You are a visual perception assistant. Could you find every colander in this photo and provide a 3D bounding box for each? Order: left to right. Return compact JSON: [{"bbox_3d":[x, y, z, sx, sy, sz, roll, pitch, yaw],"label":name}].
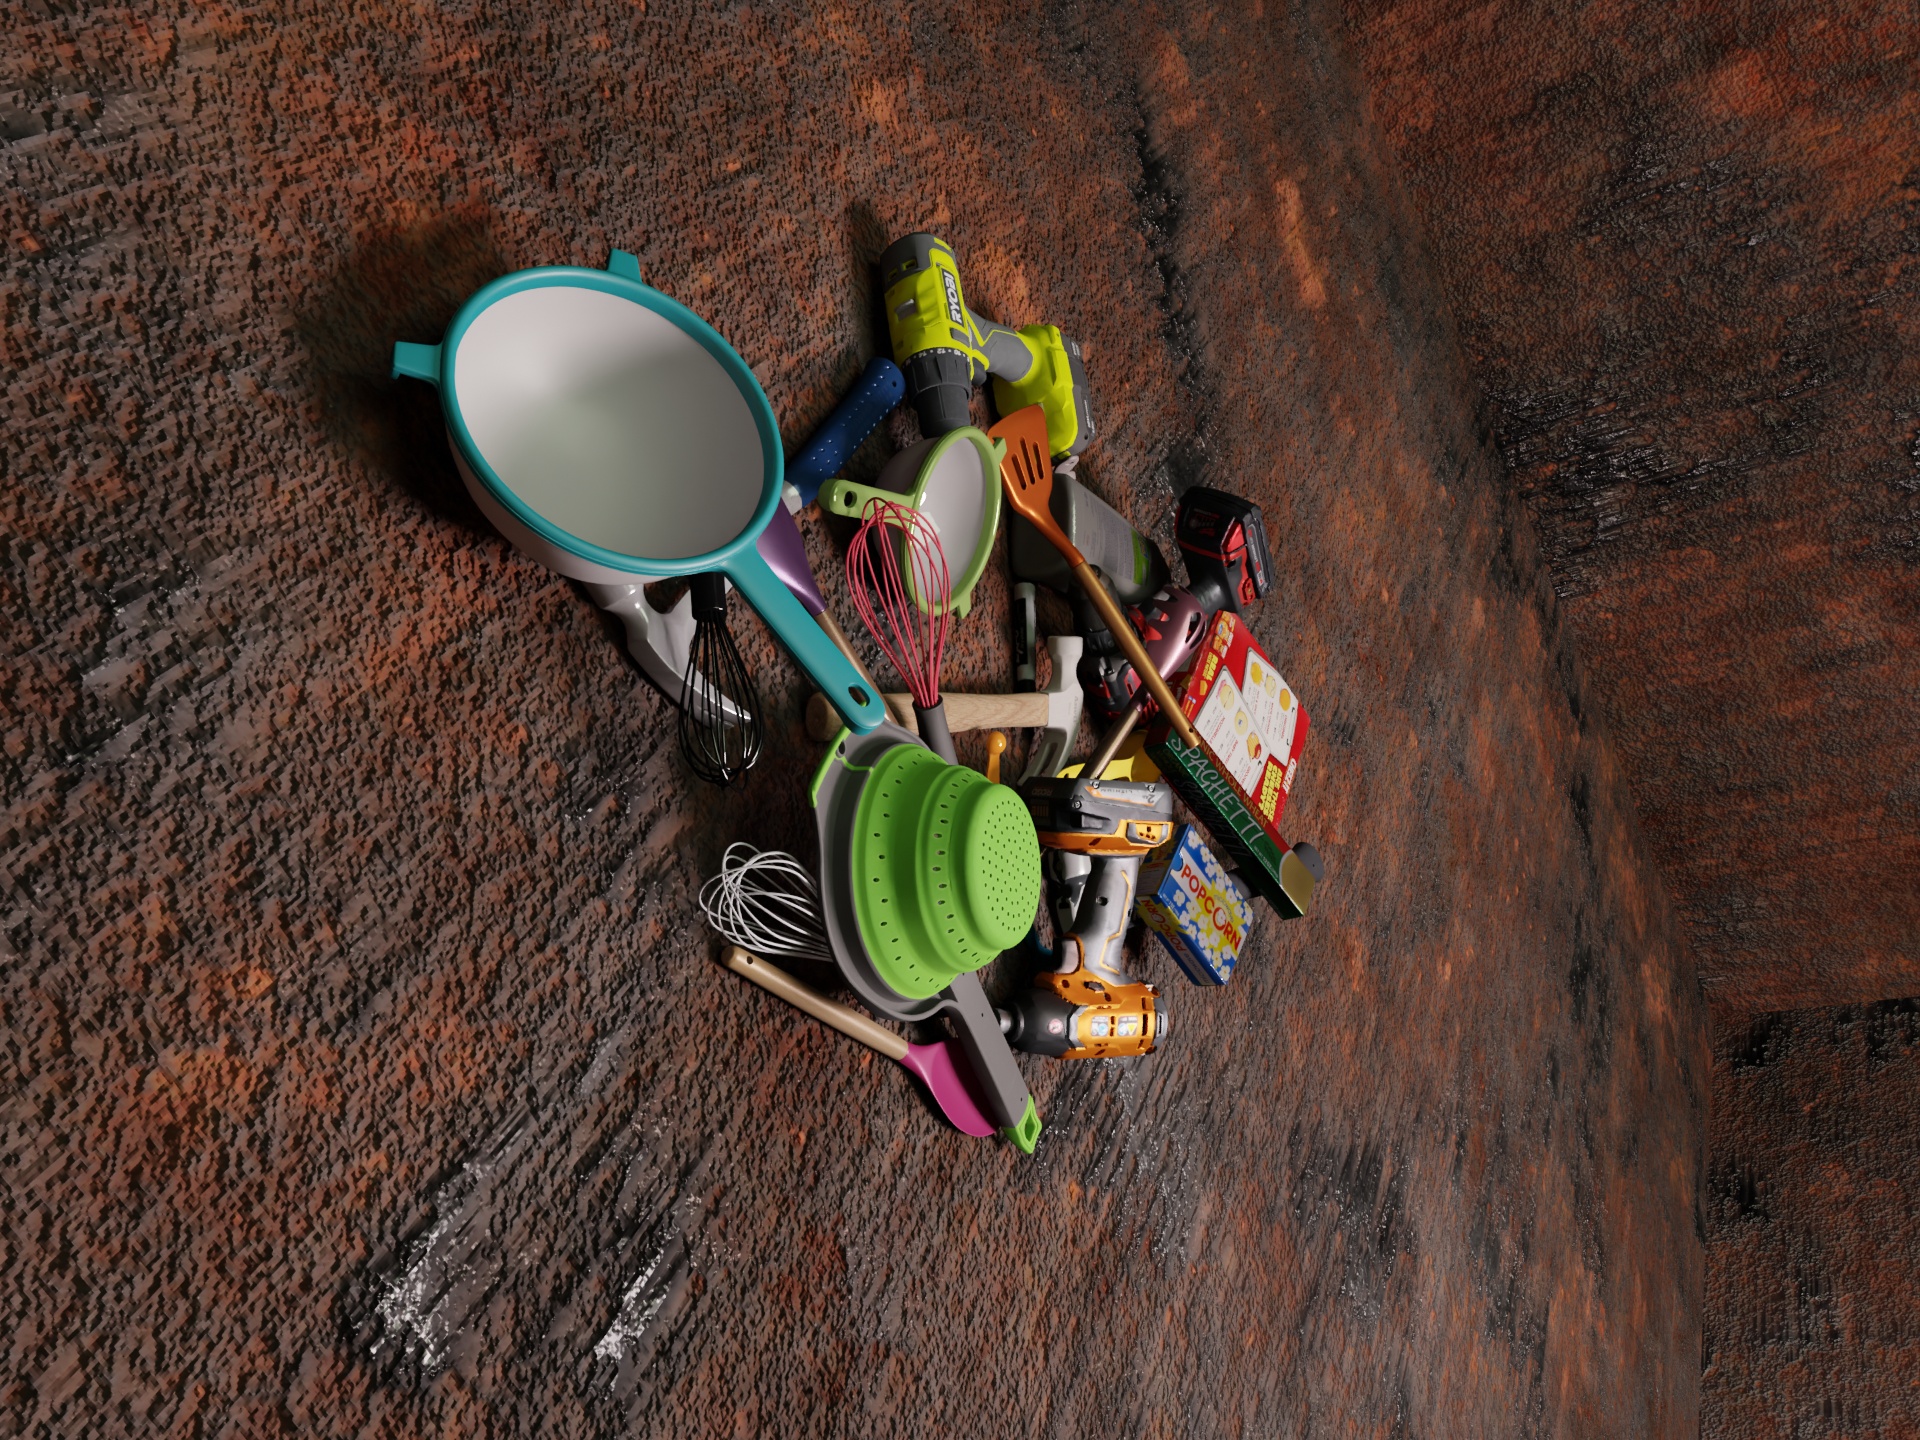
[{"bbox_3d":[0.020,0.166,1.122,0.396,0.094,0.205,67,31,-30],"label":"colander"}]

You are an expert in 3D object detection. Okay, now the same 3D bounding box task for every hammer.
[{"bbox_3d":[-0.127,-0.153,1.157,0.144,0.035,0.406,58,37,-24],"label":"hammer"},{"bbox_3d":[-0.002,-0.004,1.269,0.331,0.031,0.130,-3,95,-52],"label":"hammer"},{"bbox_3d":[0.230,0.169,1.504,0.408,0.036,0.149,-6,85,-47],"label":"hammer"}]

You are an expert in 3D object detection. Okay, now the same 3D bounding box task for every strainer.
[{"bbox_3d":[-0.178,-0.111,0.958,0.340,0.095,0.211,50,47,-3],"label":"strainer"},{"bbox_3d":[-0.054,-0.162,1.215,0.256,0.069,0.151,-1,106,-63],"label":"strainer"}]

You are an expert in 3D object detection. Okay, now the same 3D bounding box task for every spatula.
[{"bbox_3d":[-0.089,-0.055,1.126,0.315,0.018,0.060,60,41,-23],"label":"spatula"},{"bbox_3d":[0.119,-0.116,1.353,0.081,0.041,0.322,-36,94,-41],"label":"spatula"}]

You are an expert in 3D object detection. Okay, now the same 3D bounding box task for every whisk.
[{"bbox_3d":[-0.157,-0.067,1.007,0.055,0.055,0.239,18,58,-52],"label":"whisk"},{"bbox_3d":[-0.076,0.155,1.093,0.284,0.070,0.070,40,47,-48],"label":"whisk"},{"bbox_3d":[-0.028,-0.030,1.156,0.073,0.073,0.295,-57,144,-48],"label":"whisk"}]

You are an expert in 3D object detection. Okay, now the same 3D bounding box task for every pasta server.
[{"bbox_3d":[0.130,0.011,1.378,0.316,0.040,0.060,-55,133,-18],"label":"pasta server"}]

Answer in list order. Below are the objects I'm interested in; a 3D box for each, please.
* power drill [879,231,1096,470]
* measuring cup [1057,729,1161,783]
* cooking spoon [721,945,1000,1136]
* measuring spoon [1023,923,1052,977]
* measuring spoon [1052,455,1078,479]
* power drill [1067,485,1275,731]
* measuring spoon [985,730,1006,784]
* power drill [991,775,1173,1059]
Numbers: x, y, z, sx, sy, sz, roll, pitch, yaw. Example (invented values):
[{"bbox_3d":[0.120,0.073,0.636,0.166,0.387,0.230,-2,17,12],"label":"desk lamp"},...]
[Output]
[{"bbox_3d":[0.023,-0.298,1.387,0.228,0.080,0.191,15,59,-52],"label":"power drill"},{"bbox_3d":[0.133,0.041,1.474,0.156,0.029,0.062,-7,114,-43],"label":"measuring cup"},{"bbox_3d":[-0.058,0.225,1.126,0.318,0.017,0.069,40,50,-42],"label":"cooking spoon"},{"bbox_3d":[0.064,0.175,1.321,0.042,0.021,0.128,-48,119,-52],"label":"measuring spoon"},{"bbox_3d":[0.096,-0.224,1.463,0.124,0.034,0.018,141,-69,-87],"label":"measuring spoon"},{"bbox_3d":[0.188,-0.121,1.477,0.227,0.080,0.187,-46,138,-21],"label":"power drill"},{"bbox_3d":[0.028,0.066,1.283,0.021,0.011,0.117,-14,113,-47],"label":"measuring spoon"},{"bbox_3d":[0.094,0.160,1.285,0.164,0.084,0.226,5,87,-34],"label":"power drill"}]
